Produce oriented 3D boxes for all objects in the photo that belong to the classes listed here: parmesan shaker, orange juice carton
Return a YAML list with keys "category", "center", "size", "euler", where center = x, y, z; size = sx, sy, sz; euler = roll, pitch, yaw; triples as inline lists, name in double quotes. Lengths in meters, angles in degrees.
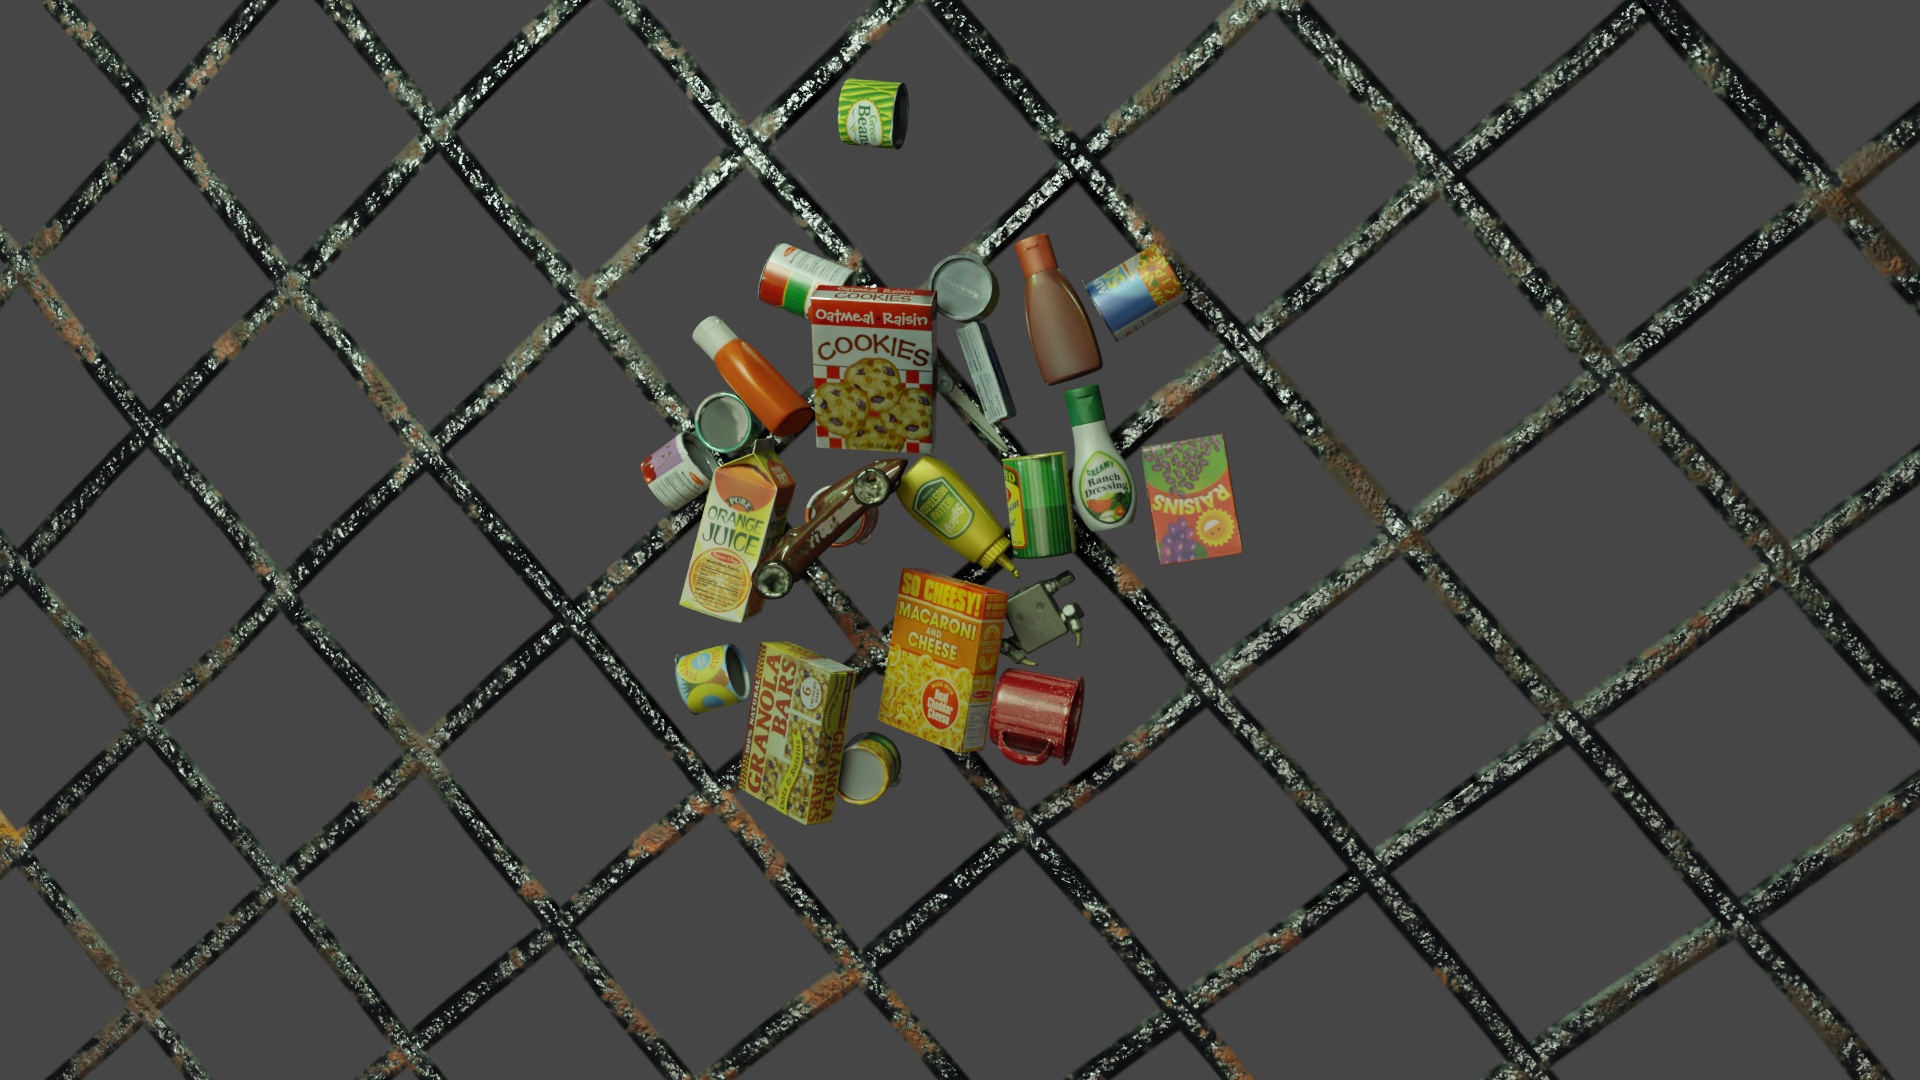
- category: "parmesan shaker"
  center: [0.081, -0.036, 1.418]
  size: [0.071, 0.071, 0.103]
  euler: [-6, 94, 10]
- category: "orange juice carton"
  center: [-0.230, -0.017, 1.474]
  size: [0.073, 0.072, 0.192]
  euler: [17, 98, 8]

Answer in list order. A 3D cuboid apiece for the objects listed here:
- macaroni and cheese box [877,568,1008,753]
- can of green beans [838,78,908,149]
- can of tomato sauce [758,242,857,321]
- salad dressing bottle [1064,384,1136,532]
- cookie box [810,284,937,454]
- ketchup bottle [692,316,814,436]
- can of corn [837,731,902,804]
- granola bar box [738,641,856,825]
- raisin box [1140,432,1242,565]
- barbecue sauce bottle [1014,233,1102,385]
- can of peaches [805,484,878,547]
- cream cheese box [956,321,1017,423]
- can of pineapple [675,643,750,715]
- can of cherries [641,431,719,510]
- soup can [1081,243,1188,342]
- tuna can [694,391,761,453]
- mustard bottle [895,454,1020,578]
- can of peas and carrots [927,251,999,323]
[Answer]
- category: "macaroni and cheese box"
  center: [-0.019, 0.121, 1.438]
  size: [0.124, 0.040, 0.166]
  euler: [15, 98, 41]
- category: "can of green beans"
  center: [-0.088, -0.435, 1.416]
  size: [0.058, 0.071, 0.071]
  euler: [8, 96, 9]
- category: "can of tomato sauce"
  center: [-0.158, -0.262, 1.444]
  size: [0.083, 0.071, 0.071]
  euler: [23, 98, 7]
- category: "salad dressing bottle"
  center: [0.139, -0.084, 1.418]
  size: [0.064, 0.044, 0.147]
  euler: [-13, 92, 1]
- category: "cookie box"
  center: [-0.086, -0.174, 1.416]
  size: [0.123, 0.040, 0.166]
  euler: [4, 120, 5]
- category: "ketchup bottle"
  center: [-0.222, -0.175, 1.466]
  size: [0.149, 0.065, 0.043]
  euler: [47, 113, 12]
- category: "can of corn"
  center: [-0.099, 0.244, 1.480]
  size: [0.071, 0.058, 0.071]
  euler: [1, 95, 10]
- category: "granola bar box"
  center: [-0.175, 0.201, 1.468]
  size: [0.124, 0.039, 0.165]
  euler: [16, 99, 44]
- category: "raisin box"
  center: [0.234, -0.042, 1.409]
  size: [0.086, 0.040, 0.123]
  euler: [-9, 92, 10]
- category: "barbecue sauce bottle"
  center: [0.094, -0.236, 1.414]
  size: [0.065, 0.044, 0.148]
  euler: [-18, 91, 11]
- category: "can of peaches"
  center: [-0.123, -0.025, 1.461]
  size: [0.071, 0.058, 0.071]
  euler: [1, 95, 10]
- category: "cream cheese box"
  center: [0.027, -0.173, 1.426]
  size: [0.024, 0.053, 0.103]
  euler: [-19, 91, 13]
- category: "can of pineapple"
  center: [-0.267, 0.148, 1.495]
  size: [0.058, 0.071, 0.071]
  euler: [-16, 92, 10]
- category: "can of cherries"
  center: [-0.299, -0.075, 1.486]
  size: [0.058, 0.071, 0.071]
  euler: [-34, 89, 12]
- category: "soup can"
  center: [0.174, -0.250, 1.387]
  size: [0.083, 0.071, 0.071]
  euler: [-30, 89, 10]
- category: "tuna can"
  center: [-0.247, -0.124, 1.487]
  size: [0.071, 0.033, 0.071]
  euler: [1, 95, 10]
- category: "mustard bottle"
  center: [0.005, -0.018, 1.445]
  size: [0.160, 0.049, 0.065]
  euler: [43, 102, 4]
- category: "can of peas and carrots"
  center: [0.005, -0.258, 1.419]
  size: [0.071, 0.059, 0.071]
  euler: [1, 95, 9]
